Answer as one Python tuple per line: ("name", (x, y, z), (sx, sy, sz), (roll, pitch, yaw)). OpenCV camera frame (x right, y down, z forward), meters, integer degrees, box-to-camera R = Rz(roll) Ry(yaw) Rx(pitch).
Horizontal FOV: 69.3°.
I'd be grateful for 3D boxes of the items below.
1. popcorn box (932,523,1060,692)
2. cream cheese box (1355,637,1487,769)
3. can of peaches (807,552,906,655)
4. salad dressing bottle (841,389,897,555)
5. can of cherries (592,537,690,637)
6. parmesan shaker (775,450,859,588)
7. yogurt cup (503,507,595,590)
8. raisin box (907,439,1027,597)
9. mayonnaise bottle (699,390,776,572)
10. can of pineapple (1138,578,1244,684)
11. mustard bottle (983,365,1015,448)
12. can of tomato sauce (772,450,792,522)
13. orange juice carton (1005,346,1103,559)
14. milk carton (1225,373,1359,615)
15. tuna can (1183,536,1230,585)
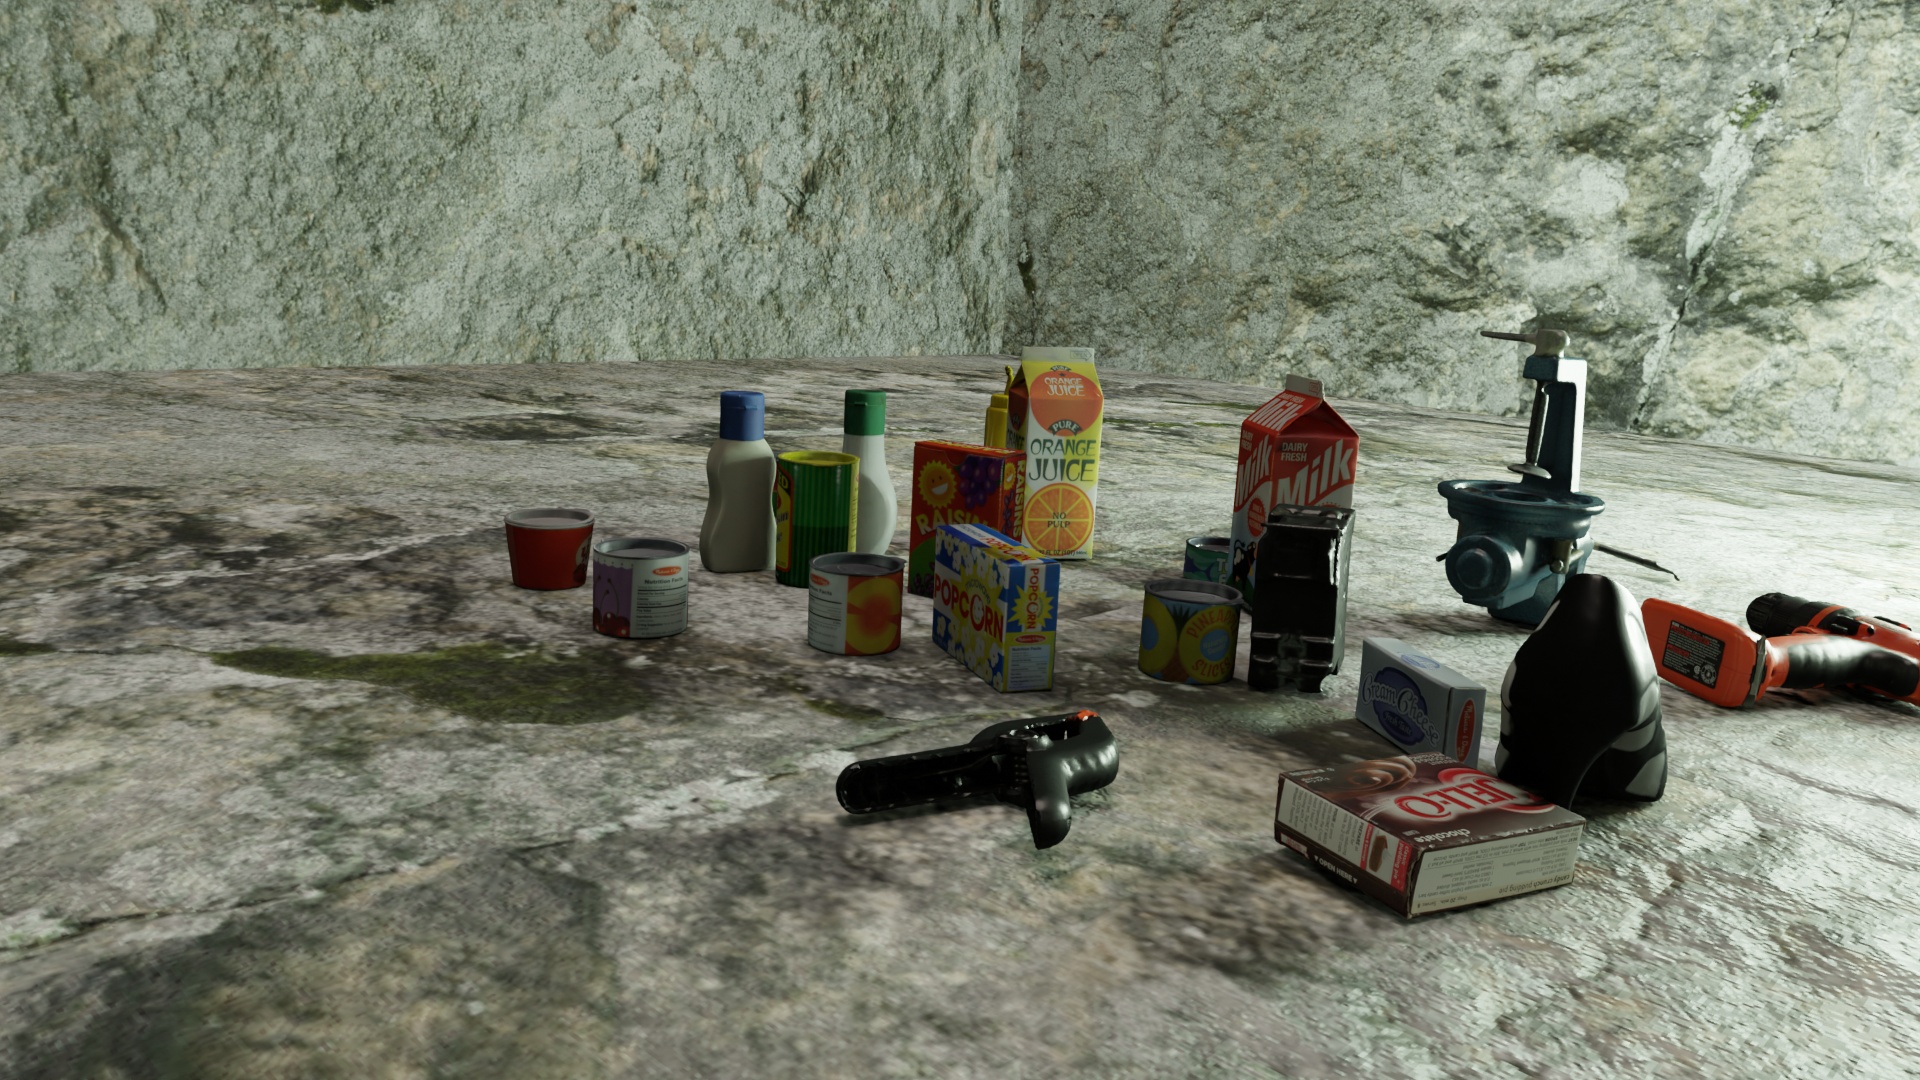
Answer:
("popcorn box", (0.021, 0.042, 0.928), (0.038, 0.085, 0.127), (-1, 12, -23))
("cream cheese box", (0.268, 0.096, 0.817), (0.024, 0.053, 0.104), (1, 12, -12))
("can of peaches", (-0.071, 0.043, 0.963), (0.071, 0.058, 0.071), (3, 11, -1))
("salad dressing bottle", (-0.087, -0.060, 1.232), (0.064, 0.147, 0.044), (5, 11, 9))
("can of cherries", (-0.225, 0.032, 0.972), (0.071, 0.058, 0.071), (3, 11, -1))
("parmesan shaker", (-0.117, -0.017, 1.128), (0.071, 0.102, 0.071), (3, 11, -1))
("yogurt cup", (-0.319, 0.007, 1.077), (0.072, 0.053, 0.072), (3, 12, -1))
("raisin box", (0.004, -0.014, 1.097), (0.086, 0.123, 0.040), (11, 13, 32))
("mayonnaise bottle", (-0.183, -0.049, 1.154), (0.065, 0.147, 0.041), (-4, 13, -31))
("can of pineapple", (0.156, 0.061, 0.940), (0.071, 0.057, 0.071), (3, 11, -1))
("mustard bottle", (0.048, -0.100, 1.432), (0.049, 0.159, 0.065), (3, 11, 0))
("can of tomato sauce", (-0.150, -0.035, 1.255), (0.071, 0.083, 0.071), (3, 11, -1))
("orange juice carton", (0.083, -0.082, 1.278), (0.072, 0.192, 0.073), (1, 12, -14))
("milk carton", (0.267, -0.036, 1.117), (0.073, 0.190, 0.072), (1, 11, -12))
("tuna can", (0.232, 0.019, 1.226), (0.071, 0.032, 0.071), (3, 12, -1))
